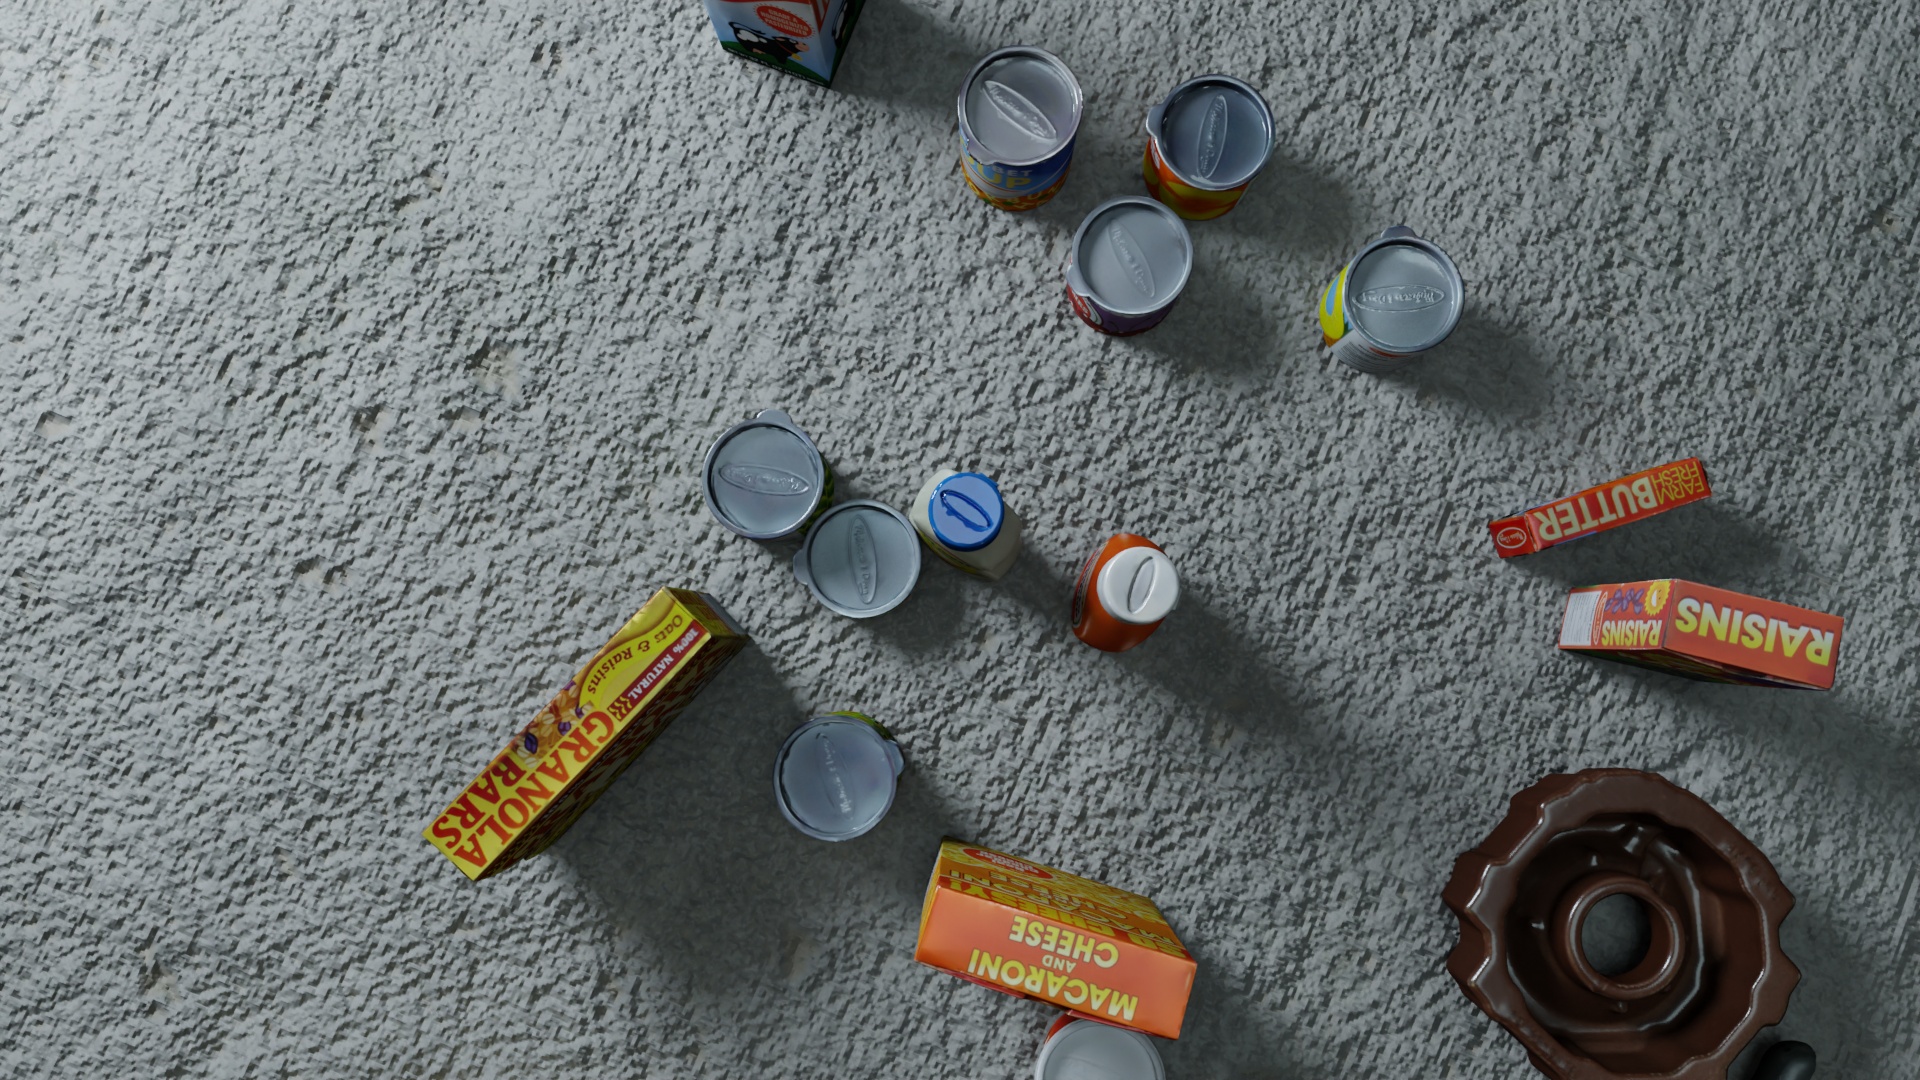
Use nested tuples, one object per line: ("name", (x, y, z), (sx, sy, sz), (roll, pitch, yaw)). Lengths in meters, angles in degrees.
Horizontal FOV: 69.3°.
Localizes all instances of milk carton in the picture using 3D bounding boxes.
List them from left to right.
("milk carton", (-0.096, -0.317, 0.728), (0.072, 0.190, 0.073), (21, 86, 2))

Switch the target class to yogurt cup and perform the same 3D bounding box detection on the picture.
("yogurt cup", (0.073, 0.284, 0.745), (0.072, 0.054, 0.072), (0, 85, 0))

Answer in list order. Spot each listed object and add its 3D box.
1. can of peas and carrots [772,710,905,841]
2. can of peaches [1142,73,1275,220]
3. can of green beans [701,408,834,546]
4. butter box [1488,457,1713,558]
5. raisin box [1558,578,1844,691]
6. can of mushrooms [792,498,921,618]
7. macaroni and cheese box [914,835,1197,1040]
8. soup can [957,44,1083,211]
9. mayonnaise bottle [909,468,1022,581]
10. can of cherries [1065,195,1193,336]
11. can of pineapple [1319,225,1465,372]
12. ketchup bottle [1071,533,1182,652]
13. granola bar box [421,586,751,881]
("can of peas and carrots", (-0.063, 0.126, 0.756), (0.071, 0.058, 0.071), (0, 85, 0))
("can of peaches", (0.137, -0.221, 0.786), (0.071, 0.058, 0.071), (0, 85, 0))
("can of green beans", (-0.105, -0.031, 0.770), (0.071, 0.058, 0.071), (0, 85, 0))
("butter box", (0.353, -0.018, 0.770), (0.103, 0.053, 0.024), (-18, 86, -1))
("raisin box", (0.382, 0.050, 0.728), (0.086, 0.123, 0.040), (14, 86, 1))
("can of mushrooms", (-0.057, 0.011, 0.779), (0.071, 0.033, 0.071), (0, 85, 0))
("macaroni and cheese box", (0.043, 0.195, 0.696), (0.124, 0.166, 0.040), (16, 86, 2))
("soup can", (0.030, -0.225, 0.774), (0.071, 0.083, 0.071), (0, 85, 0))
("mayonnaise bottle", (0.003, -0.009, 0.723), (0.065, 0.148, 0.041), (35, 87, 3))
("can of cherries", (0.091, -0.152, 0.780), (0.071, 0.058, 0.071), (0, 85, 0))
("can of pineapple", (0.240, -0.133, 0.778), (0.071, 0.058, 0.071), (0, 85, 0))
("ketchup bottle", (0.086, 0.026, 0.719), (0.043, 0.148, 0.065), (19, 86, 2))
("granola bar box", (-0.187, 0.098, 0.726), (0.039, 0.124, 0.165), (44, 87, 3))
